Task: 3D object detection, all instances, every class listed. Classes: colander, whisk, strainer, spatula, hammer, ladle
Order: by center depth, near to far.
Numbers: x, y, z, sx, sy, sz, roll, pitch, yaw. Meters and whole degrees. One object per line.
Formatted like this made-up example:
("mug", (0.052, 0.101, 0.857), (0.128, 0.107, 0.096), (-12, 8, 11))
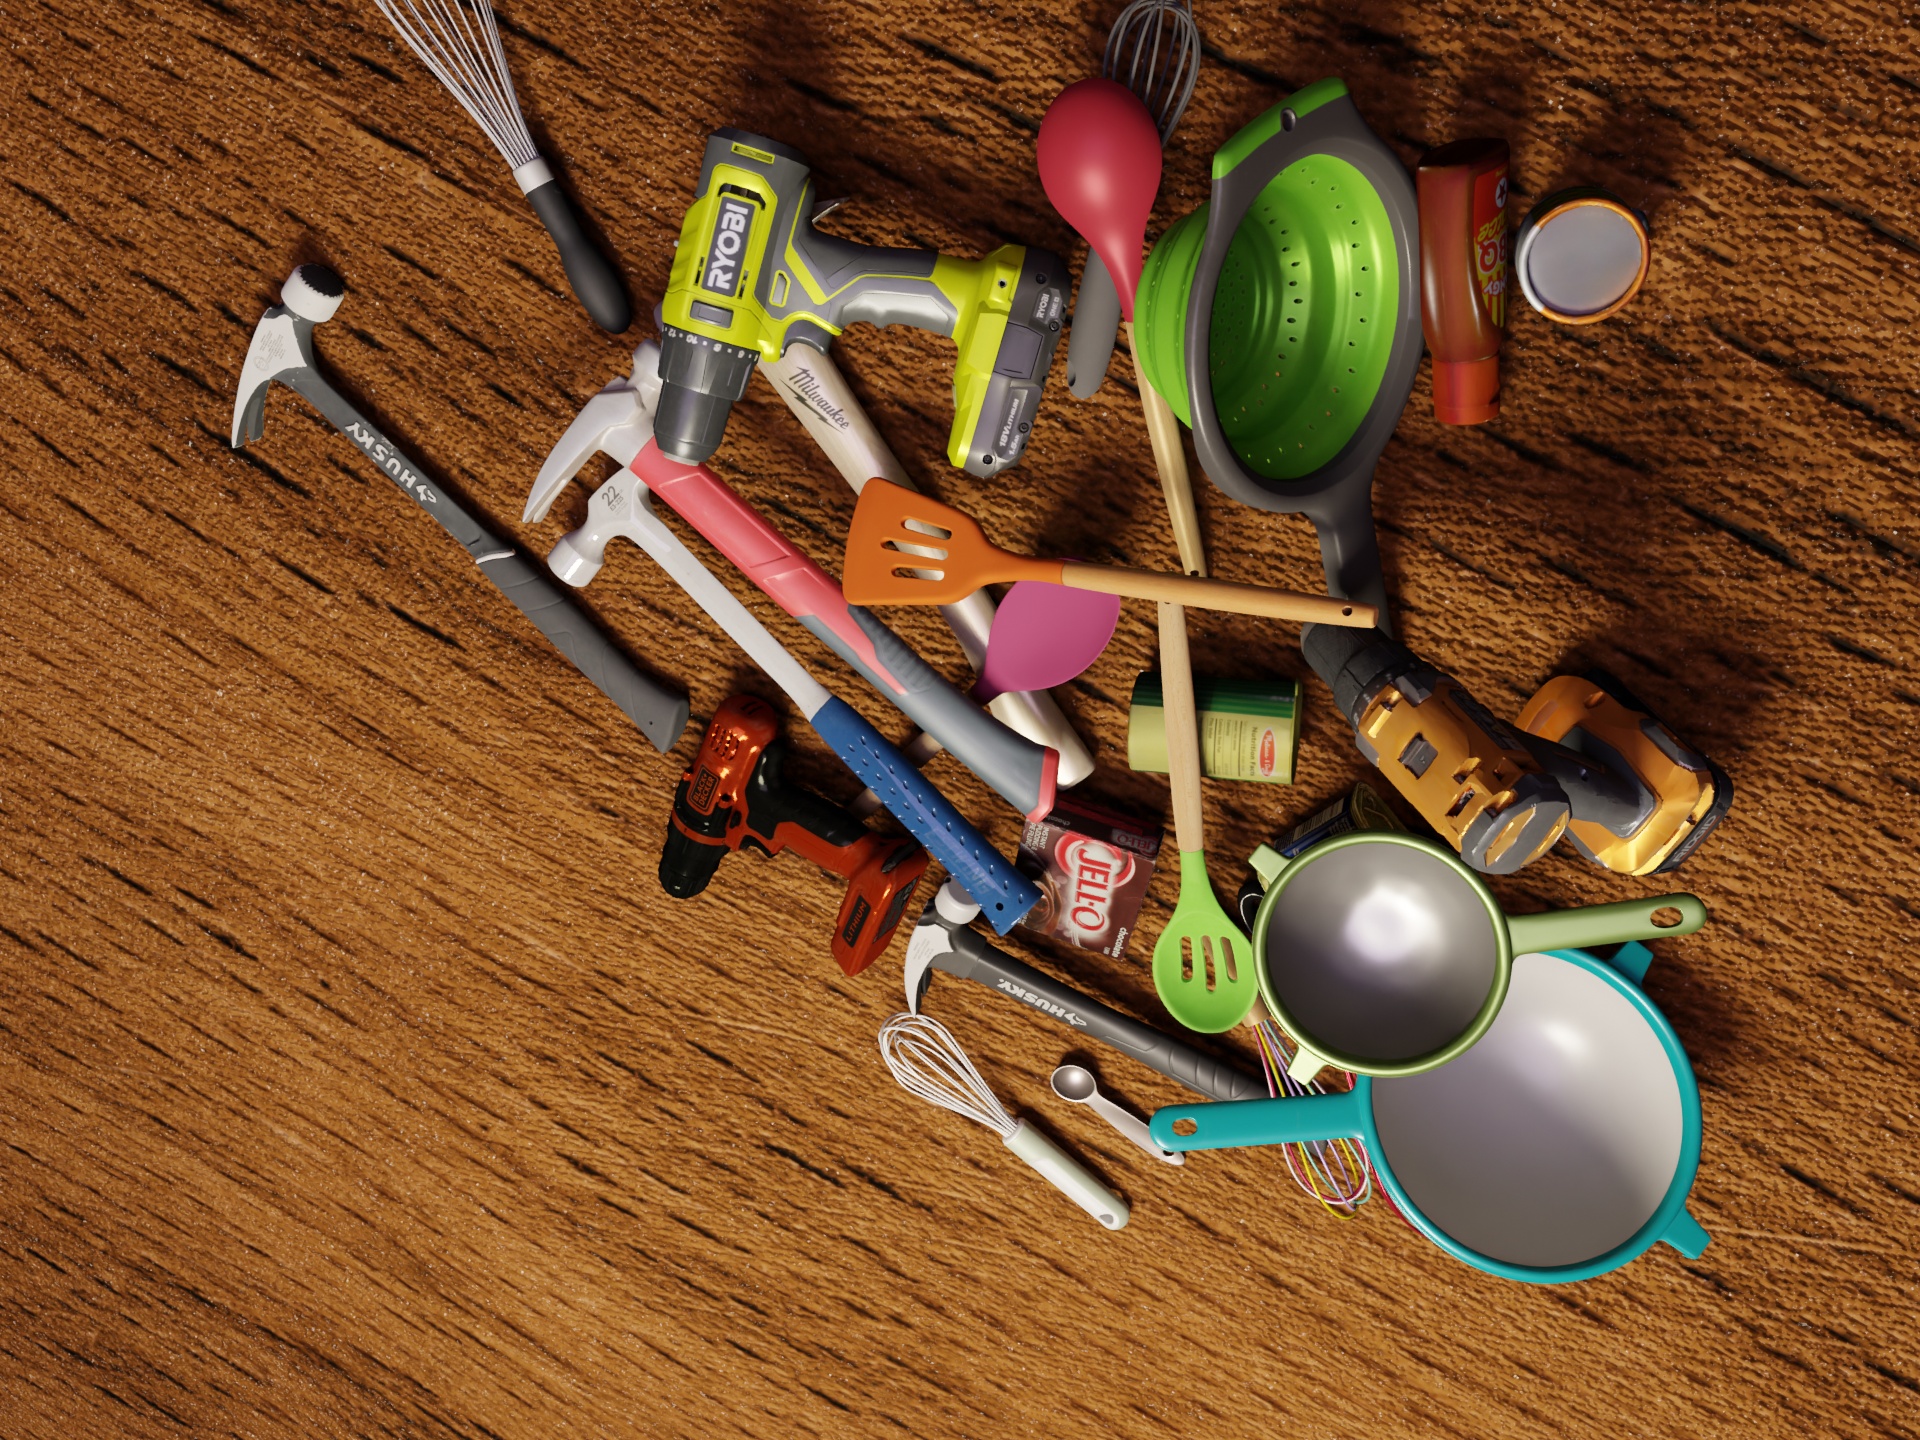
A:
("whisk", (0.094, -0.299, 0.919), (0.055, 0.055, 0.238), (16, 121, 10))
("colander", (0.186, -0.159, 0.922), (0.095, 0.204, 0.396), (22, 141, 45))
("spatula", (0.080, -0.084, 0.926), (0.323, 0.041, 0.081), (11, 89, 27))
("ladle", (0.108, -0.212, 0.933), (0.069, 0.031, 0.315), (-7, 122, 19))
("strainer", (0.307, 0.126, 0.958), (0.256, 0.069, 0.151), (-10, 93, 16))
("whisk", (-0.285, -0.373, 1.000), (0.070, 0.070, 0.284), (-21, 110, 24))
("hammer", (-0.097, -0.061, 1.011), (0.386, 0.038, 0.143), (42, 100, -1))
("strainer", (0.290, 0.255, 1.025), (0.340, 0.095, 0.211), (-5, 72, 1))
("hammer", (-0.026, -0.133, 1.033), (0.146, 0.038, 0.410), (-29, 102, 24))
("hammer", (-0.096, -0.020, 1.062), (0.405, 0.035, 0.144), (45, 109, 5))
("whisk", (0.212, 0.224, 1.080), (0.245, 0.047, 0.051), (63, 159, 4))
("whisk", (0.273, 0.235, 1.091), (0.073, 0.073, 0.296), (-30, 95, 26))
("hammer", (0.114, 0.225, 1.132), (0.335, 0.035, 0.146), (27, 137, -1))
("hammer", (-0.351, -0.127, 1.137), (0.409, 0.036, 0.149), (45, 119, -5))
("whisk", (0.034, 0.305, 1.199), (0.246, 0.059, 0.057), (41, 130, -8))

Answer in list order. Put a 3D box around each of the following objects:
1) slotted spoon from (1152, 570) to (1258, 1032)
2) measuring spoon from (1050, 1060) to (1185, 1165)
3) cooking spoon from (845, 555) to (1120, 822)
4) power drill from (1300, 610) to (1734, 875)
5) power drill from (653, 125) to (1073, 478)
("slotted spoon", (0.145, 0.056, 0.994), (0.070, 0.031, 0.313), (-1, 114, 18))
("measuring spoon", (0.120, 0.292, 1.187), (0.124, 0.018, 0.034), (38, 121, -9))
("cooking spoon", (-0.002, -0.003, 1.054), (0.069, 0.017, 0.318), (49, 130, 3))
("power drill", (0.307, 0.008, 0.899), (0.084, 0.226, 0.186), (-61, 43, 28))
("power drill", (-0.064, -0.223, 0.940), (0.228, 0.080, 0.190), (16, 103, -4))
